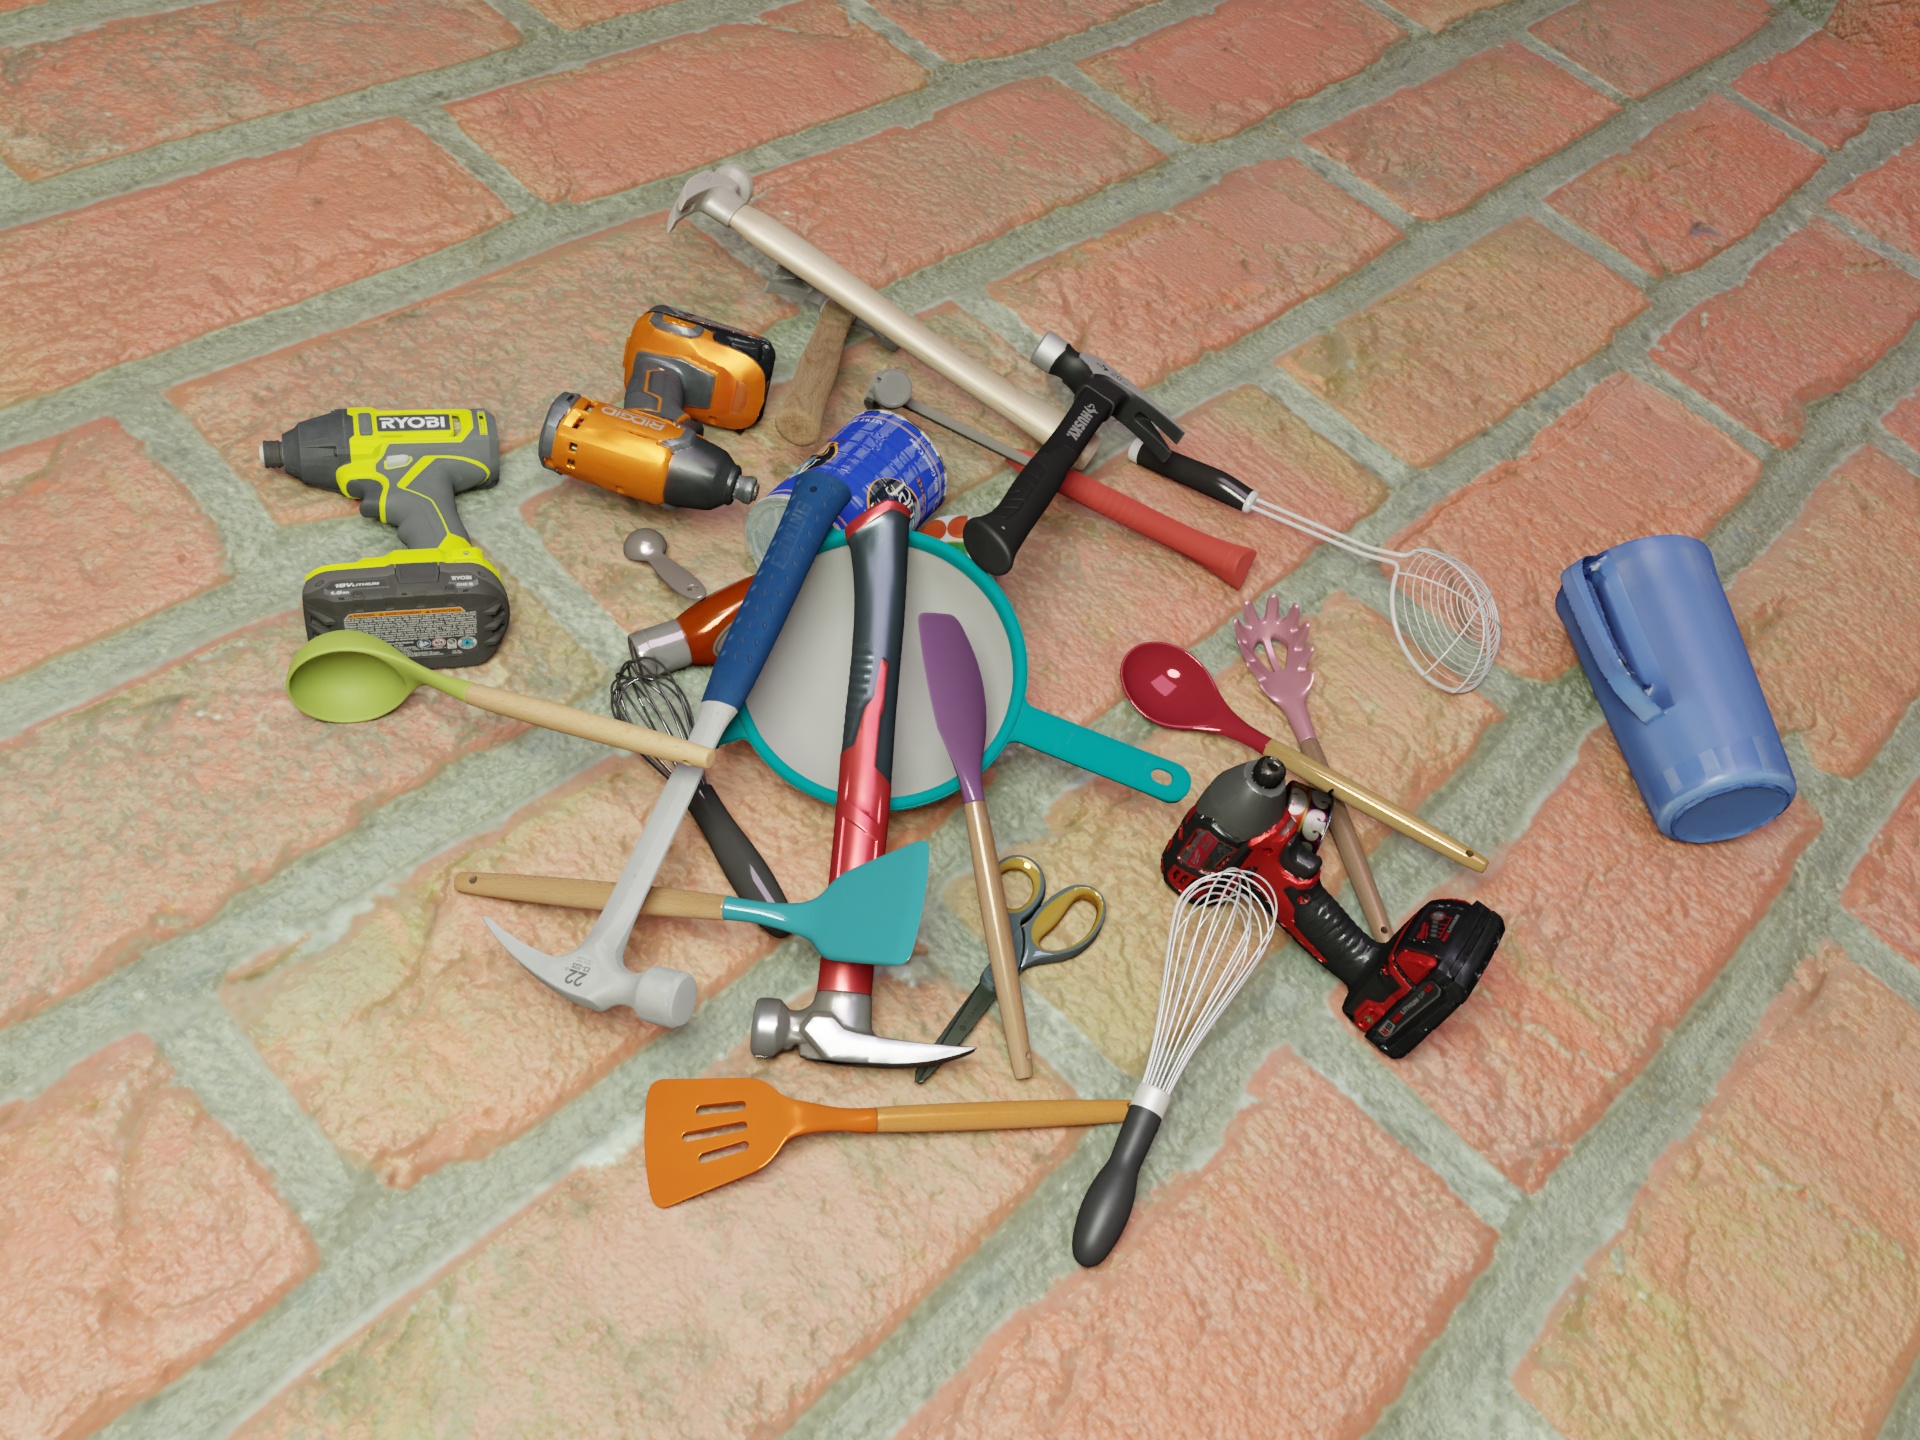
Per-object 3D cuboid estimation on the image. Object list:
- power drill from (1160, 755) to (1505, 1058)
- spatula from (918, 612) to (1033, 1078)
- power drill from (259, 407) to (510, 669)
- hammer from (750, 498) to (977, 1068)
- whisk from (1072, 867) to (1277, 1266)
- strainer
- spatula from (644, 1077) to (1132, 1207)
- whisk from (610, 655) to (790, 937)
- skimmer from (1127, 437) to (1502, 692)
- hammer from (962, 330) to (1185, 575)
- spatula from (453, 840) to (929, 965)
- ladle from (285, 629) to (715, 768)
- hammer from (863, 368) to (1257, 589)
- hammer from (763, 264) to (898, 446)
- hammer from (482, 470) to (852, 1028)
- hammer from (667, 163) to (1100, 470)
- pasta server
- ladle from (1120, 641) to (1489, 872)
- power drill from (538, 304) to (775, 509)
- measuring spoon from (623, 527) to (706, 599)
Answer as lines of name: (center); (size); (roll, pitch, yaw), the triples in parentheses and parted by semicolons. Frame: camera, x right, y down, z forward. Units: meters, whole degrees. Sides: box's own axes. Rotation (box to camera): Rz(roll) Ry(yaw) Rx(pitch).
power drill: (0.253, 0.120, 1.104); (0.220, 0.143, 0.078); (37, 50, 11)
spatula: (0.015, 0.080, 1.064); (0.059, 0.018, 0.316); (1, 75, -50)
power drill: (-0.420, -0.143, 1.169); (0.171, 0.080, 0.223); (-5, 51, -19)
hammer: (-0.048, 0.035, 1.063); (0.143, 0.038, 0.386); (6, 72, -3)
whisk: (0.135, 0.217, 1.025); (0.070, 0.070, 0.285); (25, 65, 5)
strainer: (-0.002, -0.004, 1.152); (0.340, 0.095, 0.211); (22, 72, 0)
spatula: (-0.033, 0.253, 0.998); (0.322, 0.041, 0.081); (3, 52, -19)
whisk: (-0.178, 0.051, 1.101); (0.055, 0.055, 0.239); (-23, 66, -29)
skimmer: (0.304, -0.145, 1.399); (0.363, 0.090, 0.127); (28, 52, 21)
hammer: (0.079, -0.202, 1.251); (0.146, 0.035, 0.335); (34, 39, -2)
spatula: (-0.174, 0.109, 0.999); (0.317, 0.044, 0.082); (3, 60, 11)
ladle: (-0.301, -0.002, 1.028); (0.320, 0.078, 0.062); (14, 61, 22)
hammer: (0.085, -0.205, 1.355); (0.359, 0.149, 0.036); (25, 94, -7)
hammer: (-0.116, -0.304, 1.319); (0.130, 0.031, 0.332); (28, 29, -13)
hammer: (-0.167, -0.001, 1.037); (0.144, 0.035, 0.406); (10, 60, 20)
hammer: (-0.058, -0.337, 1.362); (0.410, 0.038, 0.146); (33, 30, -6)
pasta server: (0.281, 0.036, 1.244); (0.060, 0.040, 0.317); (-14, 57, 0)
ladle: (0.260, 0.031, 1.222); (0.315, 0.031, 0.069); (31, 68, 20)
power drill: (-0.219, -0.242, 1.266); (0.164, 0.084, 0.227); (18, 36, -1)
measuring spoon: (-0.223, -0.121, 1.209); (0.034, 0.018, 0.124); (-24, 38, -23)
